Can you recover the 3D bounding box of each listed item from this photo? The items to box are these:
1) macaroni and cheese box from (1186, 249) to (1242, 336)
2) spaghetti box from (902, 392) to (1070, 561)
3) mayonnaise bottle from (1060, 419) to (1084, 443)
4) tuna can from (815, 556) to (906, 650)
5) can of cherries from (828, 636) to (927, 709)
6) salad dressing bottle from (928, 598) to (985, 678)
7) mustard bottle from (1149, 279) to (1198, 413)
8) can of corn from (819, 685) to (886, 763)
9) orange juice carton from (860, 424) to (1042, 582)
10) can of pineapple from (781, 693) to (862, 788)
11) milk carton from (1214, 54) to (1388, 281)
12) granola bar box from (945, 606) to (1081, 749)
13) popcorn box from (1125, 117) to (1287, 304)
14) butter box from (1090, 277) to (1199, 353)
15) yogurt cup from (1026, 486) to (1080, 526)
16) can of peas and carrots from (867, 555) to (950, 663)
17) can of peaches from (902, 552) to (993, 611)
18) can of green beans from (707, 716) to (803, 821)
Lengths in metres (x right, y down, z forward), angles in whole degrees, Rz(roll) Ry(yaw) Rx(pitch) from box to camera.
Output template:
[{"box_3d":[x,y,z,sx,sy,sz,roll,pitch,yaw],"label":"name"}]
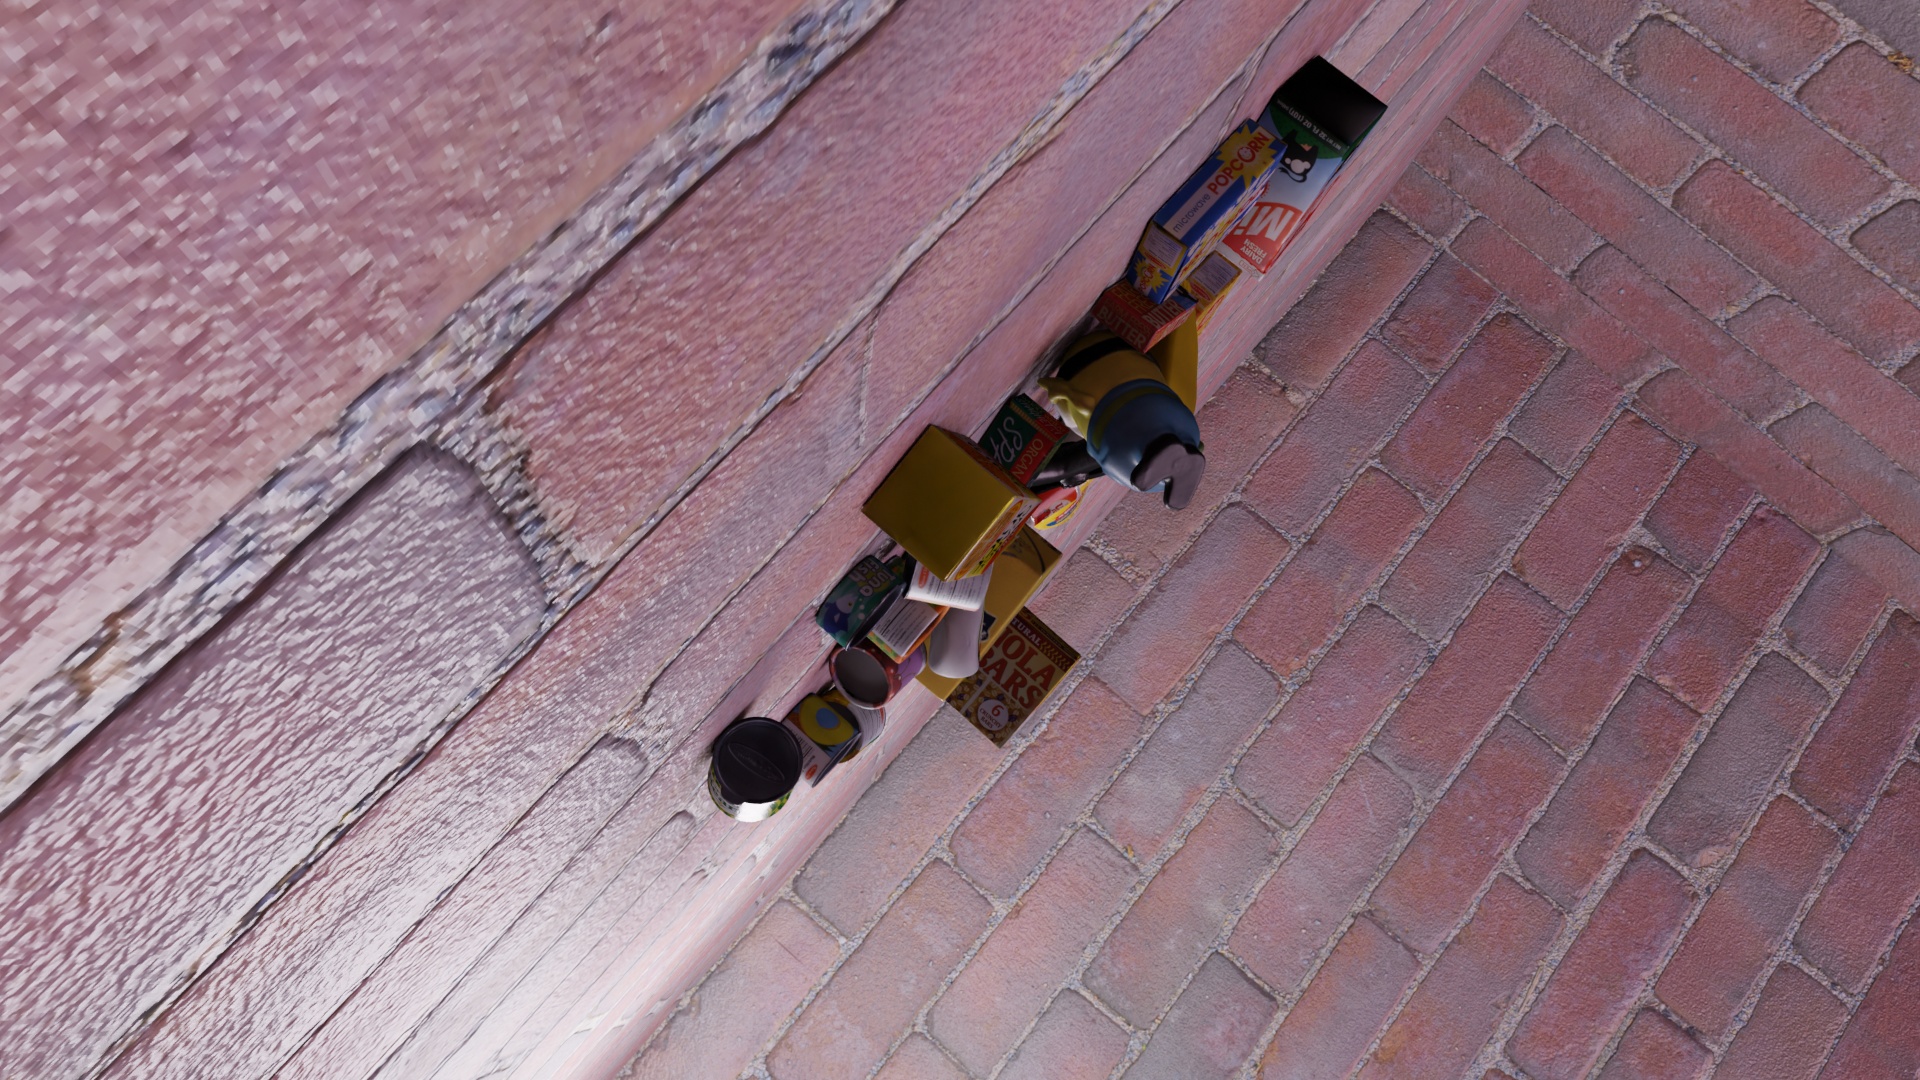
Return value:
[{"box_3d":[0.208,-0.206,1.417,0.167,0.040,0.123,-46,171,-31],"label":"macaroni and cheese box"},{"box_3d":[0.004,-0.014,1.108,0.029,0.050,0.248,-40,168,-52],"label":"spaghetti box"},{"box_3d":[0.102,-0.091,1.365,0.148,0.041,0.065,-49,170,3],"label":"mayonnaise bottle"},{"box_3d":[-0.072,0.044,1.011,0.071,0.033,0.071,-49,173,-8],"label":"tuna can"},{"box_3d":[-0.071,0.102,1.201,0.059,0.071,0.071,-40,168,-48],"label":"can of cherries"},{"box_3d":[0.001,0.044,1.193,0.064,0.044,0.147,-110,-156,-65],"label":"salad dressing bottle"},{"box_3d":[0.170,-0.169,1.156,0.065,0.049,0.161,35,56,-52],"label":"mustard bottle"},{"box_3d":[-0.114,0.173,1.322,0.071,0.071,0.058,-52,172,18],"label":"can of corn"},{"box_3d":[0.002,-0.024,0.949,0.073,0.072,0.193,-50,173,7],"label":"orange juice carton"},{"box_3d":[-0.133,0.180,1.261,0.071,0.058,0.071,-49,173,-7],"label":"can of pineapple"},{"box_3d":[0.261,-0.293,1.141,0.074,0.072,0.189,-46,172,-32],"label":"milk carton"},{"box_3d":[0.021,0.111,1.417,0.124,0.165,0.039,-51,172,14],"label":"granola bar box"},{"box_3d":[0.183,-0.246,1.044,0.127,0.038,0.085,-47,172,-19],"label":"popcorn box"},{"box_3d":[0.145,-0.182,1.082,0.024,0.053,0.104,-57,170,35],"label":"butter box"},{"box_3d":[0.070,-0.050,1.290,0.054,0.072,0.072,-40,171,-12],"label":"yogurt cup"},{"box_3d":[-0.049,0.055,1.111,0.071,0.059,0.071,-48,173,-8],"label":"can of peas and carrots"},{"box_3d":[-0.009,0.016,1.052,0.071,0.058,0.071,-166,-93,-82],"label":"can of peaches"},{"box_3d":[-0.155,0.172,1.040,0.071,0.071,0.057,-46,173,-29],"label":"can of green beans"}]
